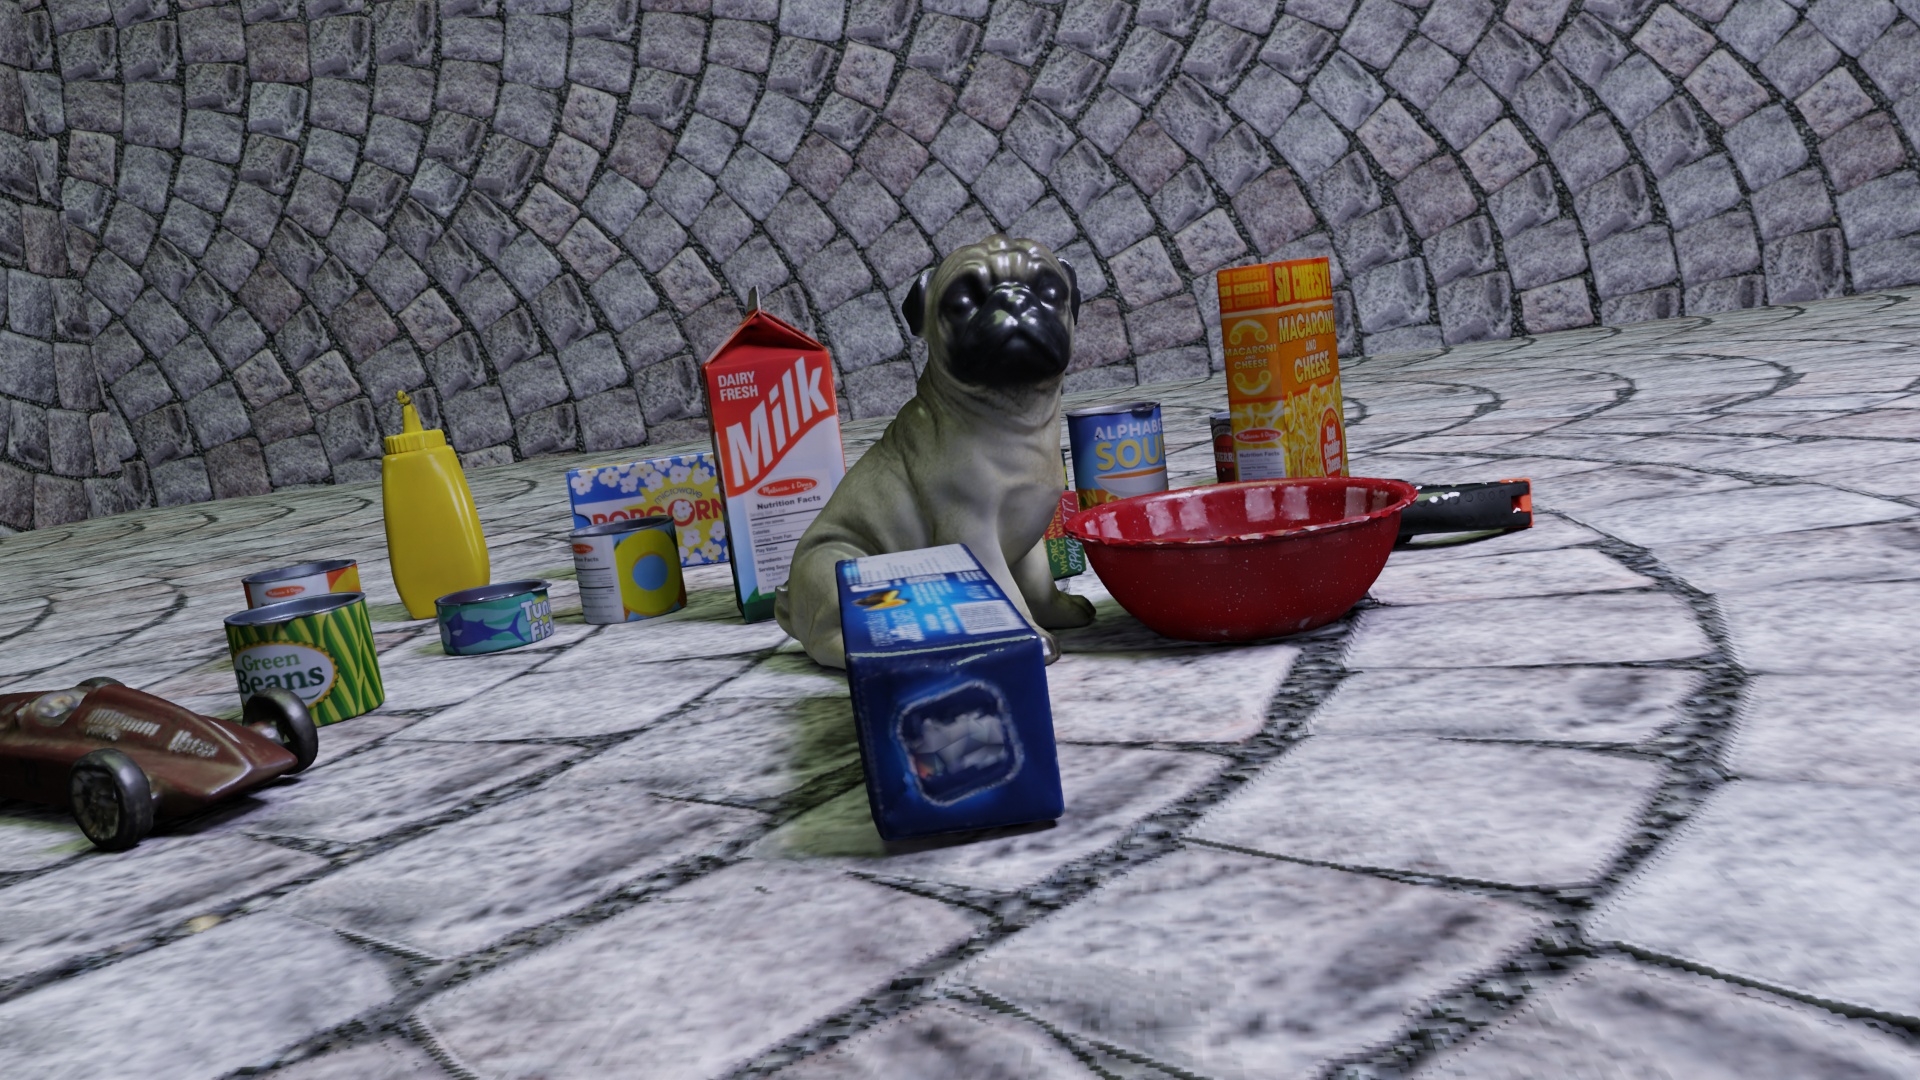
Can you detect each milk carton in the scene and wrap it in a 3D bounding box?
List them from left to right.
[{"bbox_3d":[-0.109,-0.054,0.824,0.073,0.190,0.072,-9,8,-12],"label":"milk carton"}]

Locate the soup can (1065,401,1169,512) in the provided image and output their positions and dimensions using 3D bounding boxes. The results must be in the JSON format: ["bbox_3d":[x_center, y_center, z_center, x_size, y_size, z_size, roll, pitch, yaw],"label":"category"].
[{"bbox_3d":[0.112,-0.052,0.969,0.071,0.083,0.071,-8,8,1],"label":"soup can"}]

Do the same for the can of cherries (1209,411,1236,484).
[{"bbox_3d":[0.230,-0.073,1.092,0.071,0.058,0.071,-7,8,1],"label":"can of cherries"}]

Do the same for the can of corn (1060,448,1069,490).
[{"bbox_3d":[0.046,-0.031,0.976,0.071,0.058,0.071,-7,8,1],"label":"can of corn"}]

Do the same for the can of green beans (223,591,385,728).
[{"bbox_3d":[-0.332,0.061,0.704,0.071,0.057,0.071,-7,8,1],"label":"can of green beans"}]

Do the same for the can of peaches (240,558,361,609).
[{"bbox_3d":[-0.409,0.046,0.874,0.071,0.058,0.071,-7,8,1],"label":"can of peaches"}]

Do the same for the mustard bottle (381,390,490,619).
[{"bbox_3d":[-0.376,-0.027,0.982,0.065,0.160,0.049,-9,8,-12],"label":"mustard bottle"}]

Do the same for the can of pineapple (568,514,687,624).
[{"bbox_3d":[-0.209,0.018,0.884,0.071,0.057,0.071,-7,8,1],"label":"can of pineapple"}]

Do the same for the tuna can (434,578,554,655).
[{"bbox_3d":[-0.280,0.046,0.844,0.071,0.032,0.071,-7,8,1],"label":"tuna can"}]

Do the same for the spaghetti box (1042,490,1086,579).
[{"bbox_3d":[0.003,-0.011,0.913,0.029,0.050,0.250,-12,9,-26],"label":"spaghetti box"}]

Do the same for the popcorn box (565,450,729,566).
[{"bbox_3d":[-0.230,-0.021,1.067,0.127,0.085,0.038,-8,8,-1],"label":"popcorn box"}]

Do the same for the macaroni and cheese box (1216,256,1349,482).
[{"bbox_3d":[0.213,-0.098,0.911,0.040,0.166,0.124,-3,10,32],"label":"macaroni and cheese box"}]
